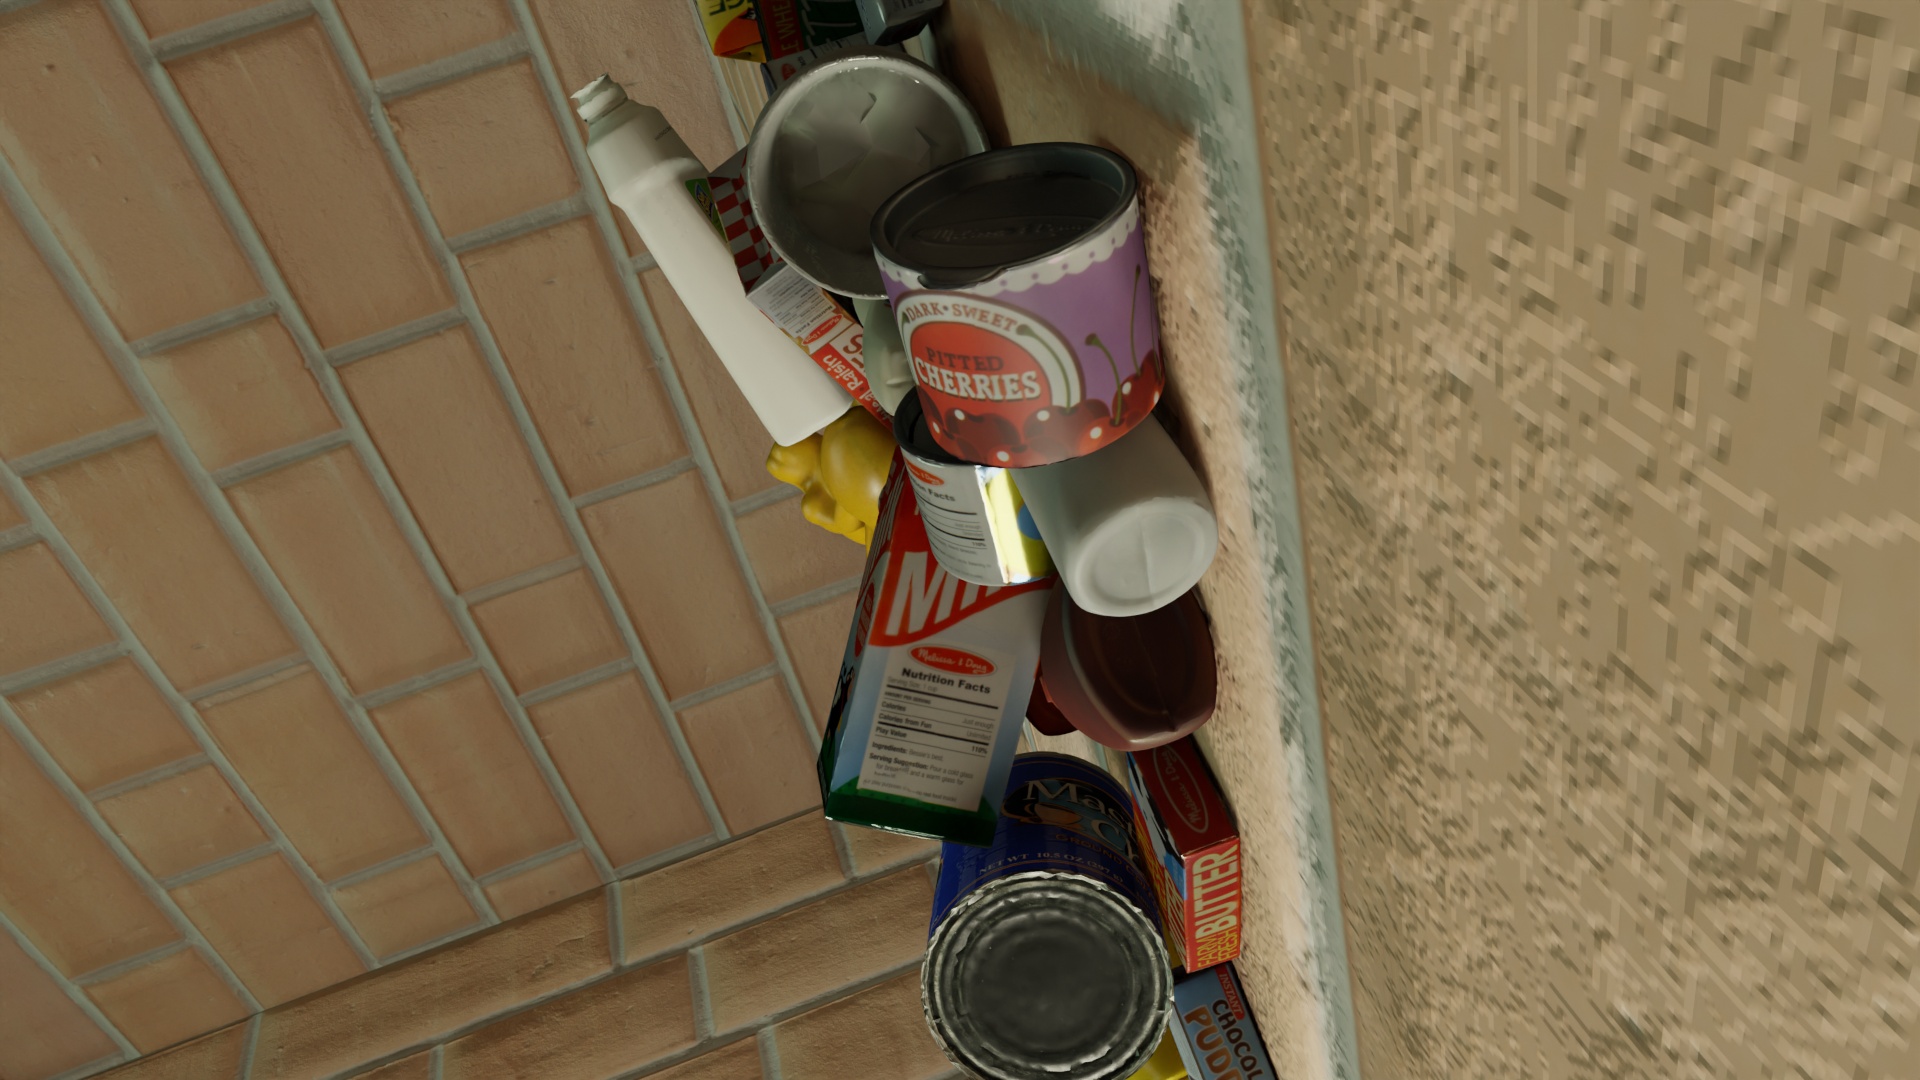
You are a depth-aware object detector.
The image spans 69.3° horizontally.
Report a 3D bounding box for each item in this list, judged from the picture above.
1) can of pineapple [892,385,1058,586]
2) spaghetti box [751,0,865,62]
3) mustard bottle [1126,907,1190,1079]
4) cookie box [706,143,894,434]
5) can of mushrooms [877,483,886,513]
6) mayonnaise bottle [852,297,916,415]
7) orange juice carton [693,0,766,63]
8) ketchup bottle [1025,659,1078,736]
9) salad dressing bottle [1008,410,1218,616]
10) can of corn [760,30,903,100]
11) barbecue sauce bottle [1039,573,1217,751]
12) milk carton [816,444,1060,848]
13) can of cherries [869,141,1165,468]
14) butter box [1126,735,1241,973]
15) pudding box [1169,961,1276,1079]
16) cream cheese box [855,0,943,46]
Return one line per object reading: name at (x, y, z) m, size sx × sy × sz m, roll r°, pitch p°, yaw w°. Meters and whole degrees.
can of pineapple at (0.016, -0.027, 0.498) m, size 0.071 × 0.071 × 0.057 m, roll -116°, pitch 8°, yaw -51°
spaghetti box at (-0.072, -0.257, 0.638) m, size 0.249 × 0.050 × 0.029 m, roll 88°, pitch 163°, yaw -74°
mustard bottle at (0.091, 0.239, 0.712) m, size 0.048 × 0.065 × 0.160 m, roll 95°, pitch 151°, yaw -67°
cookie box at (-0.083, -0.152, 0.872) m, size 0.167 × 0.040 × 0.123 m, roll 41°, pitch -160°, yaw -48°
can of mushrooms at (-0.017, -0.015, 0.849) m, size 0.071 × 0.071 × 0.033 m, roll -115°, pitch 9°, yaw -47°
mayonnaise bottle at (-0.016, -0.102, 0.573) m, size 0.149 × 0.065 × 0.041 m, roll -110°, pitch 15°, yaw -54°
orange juice carton at (-0.109, -0.310, 0.692) m, size 0.192 × 0.073 × 0.072 m, roll 97°, pitch 153°, yaw -80°
ketchup bottle at (0.031, 0.043, 0.703) m, size 0.149 × 0.043 × 0.064 m, roll -125°, pitch 18°, yaw -71°
salad dressing bottle at (0.029, -0.042, 0.422) m, size 0.148 × 0.044 × 0.064 m, roll -113°, pitch 5°, yaw -46°
can of corn at (-0.050, -0.187, 0.618) m, size 0.071 × 0.058 × 0.071 m, roll 163°, pitch 87°, yaw -85°
barbecue sauce bottle at (0.052, 0.042, 0.488) m, size 0.148 × 0.044 × 0.065 m, roll 97°, pitch 154°, yaw -80°
milk carton at (-0.003, 0.023, 0.585) m, size 0.072 × 0.073 × 0.190 m, roll -132°, pitch 56°, yaw -78°
can of cherries at (0.015, -0.058, 0.351) m, size 0.072 × 0.071 × 0.058 m, roll -116°, pitch 9°, yaw -52°
butter box at (0.085, 0.118, 0.527) m, size 0.103 × 0.024 × 0.053 m, roll 77°, pitch 172°, yaw -49°
pudding box at (0.114, 0.225, 0.596) m, size 0.049 × 0.030 × 0.084 m, roll 96°, pitch 154°, yaw -76°
cream cheese box at (-0.035, -0.230, 0.487) m, size 0.053 × 0.024 × 0.103 m, roll -135°, pitch 26°, yaw -75°
